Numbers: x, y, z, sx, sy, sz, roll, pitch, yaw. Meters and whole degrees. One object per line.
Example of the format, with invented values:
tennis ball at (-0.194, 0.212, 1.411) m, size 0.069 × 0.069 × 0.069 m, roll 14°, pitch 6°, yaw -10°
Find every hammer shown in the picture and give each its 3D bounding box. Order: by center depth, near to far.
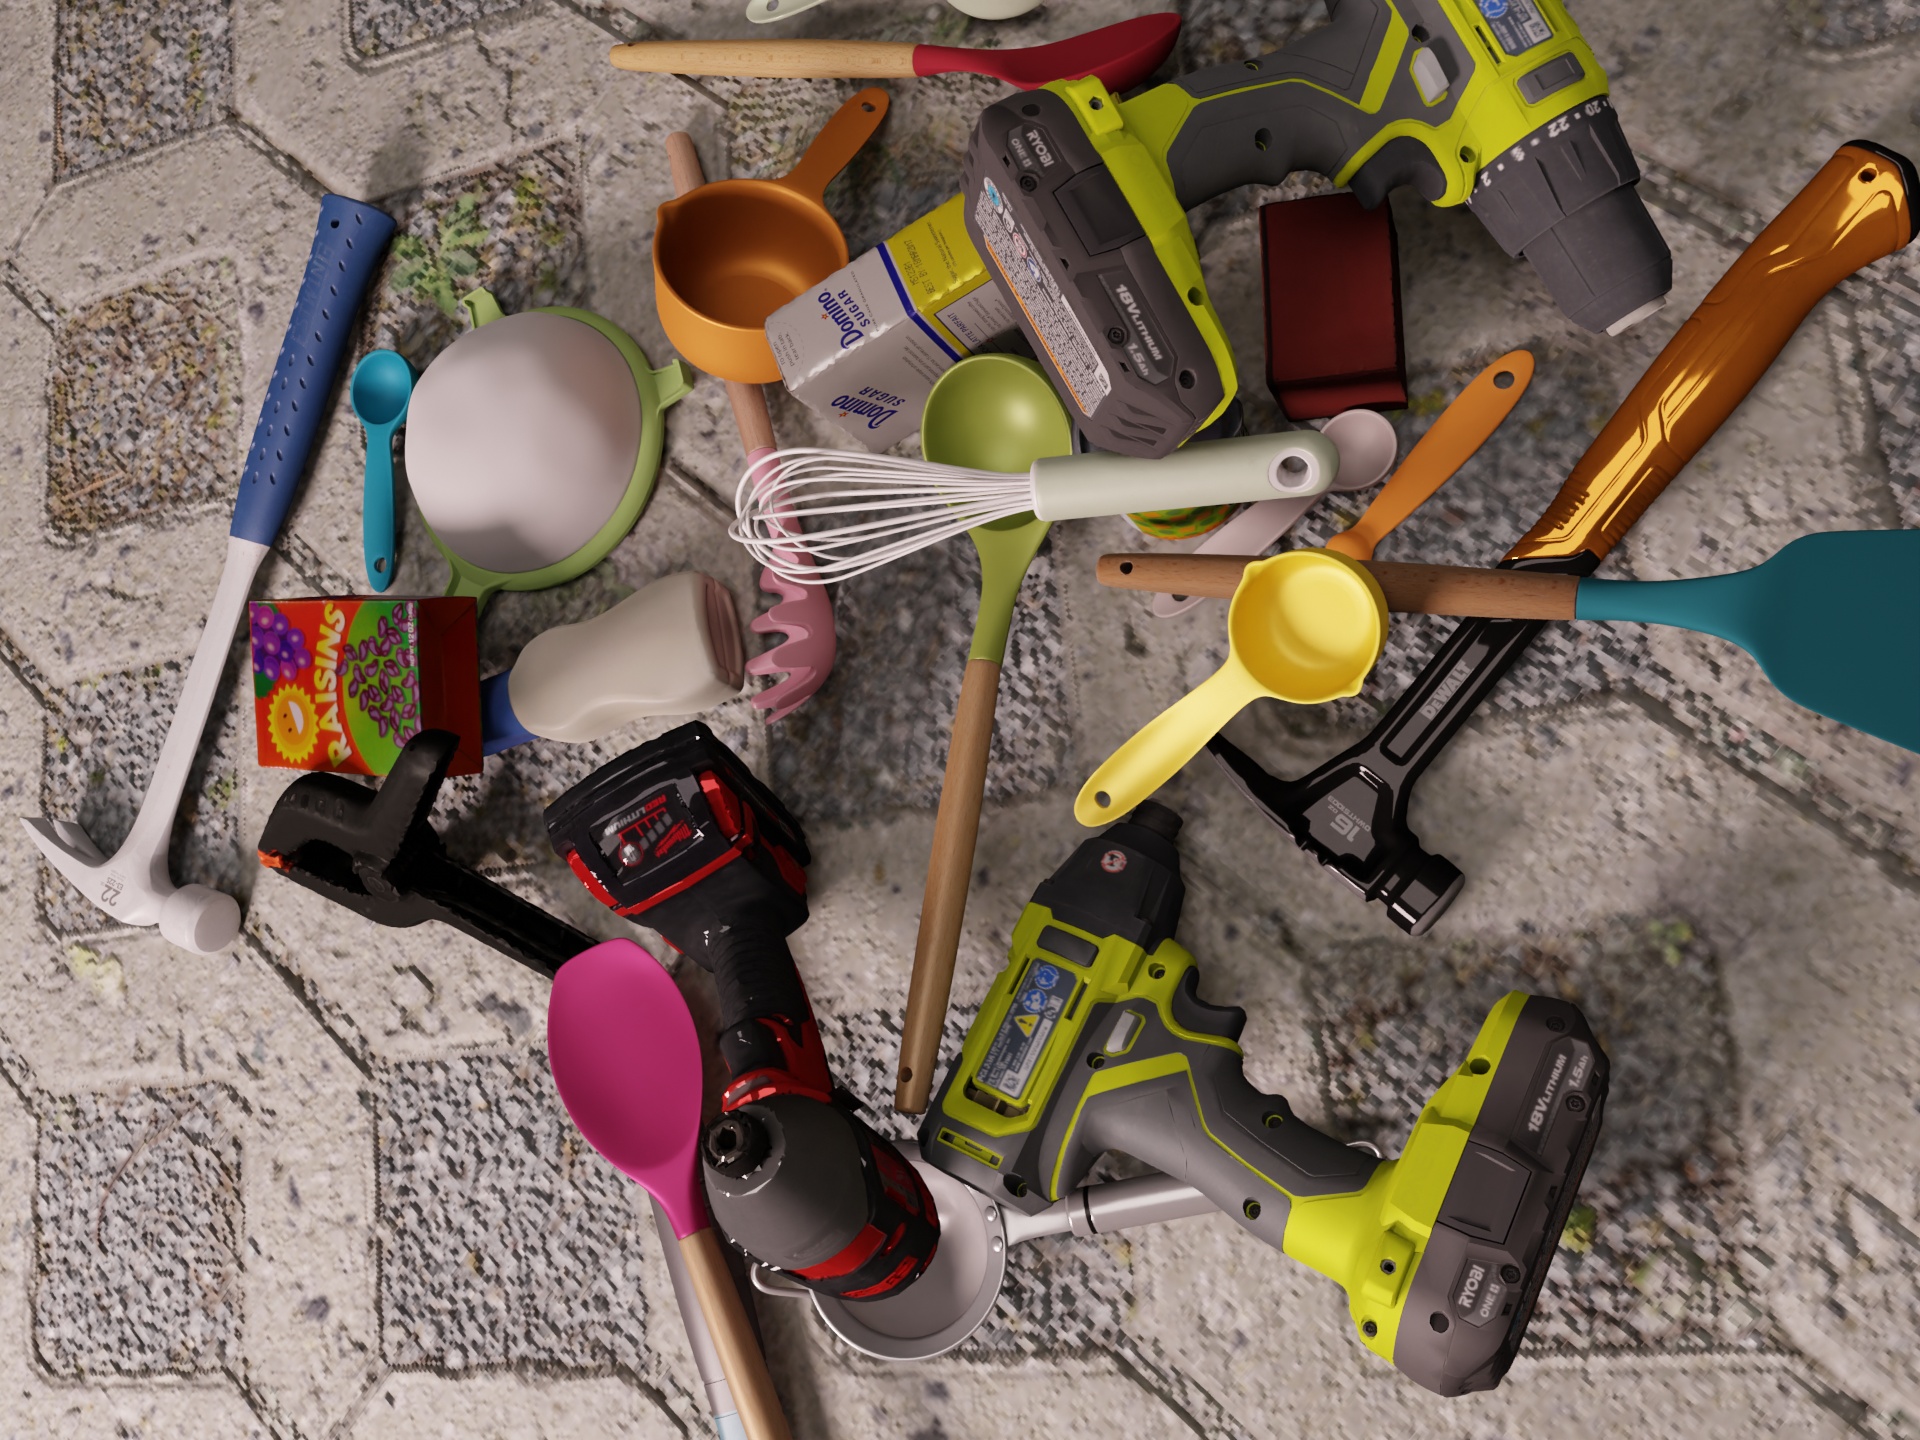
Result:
hammer at (0.235, -0.083, 0.615) m, size 0.127 × 0.034 × 0.337 m, roll 41°, pitch 98°, yaw 21°
hammer at (-0.096, 0.283, 0.690) m, size 0.128 × 0.033 × 0.331 m, roll -23°, pitch 74°, yaw 16°
hammer at (-0.395, -0.089, 0.864) m, size 0.144 × 0.035 × 0.405 m, roll 17°, pitch 88°, yaw 23°

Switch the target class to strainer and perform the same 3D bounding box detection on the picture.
strainer at (0.043, 0.202, 0.644) m, size 0.258 × 0.050 × 0.087 m, roll -15°, pitch 72°, yaw 13°
strainer at (-0.249, -0.096, 0.789) m, size 0.151 × 0.069 × 0.256 m, roll 24°, pitch 90°, yaw 23°

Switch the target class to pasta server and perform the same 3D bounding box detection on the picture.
pasta server at (-0.108, -0.150, 0.760) m, size 0.040 × 0.060 × 0.316 m, roll -9°, pitch 72°, yaw -21°

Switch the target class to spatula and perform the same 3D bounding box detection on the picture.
spatula at (0.203, -0.043, 0.592) m, size 0.317 × 0.044 × 0.082 m, roll 7°, pitch 86°, yaw 25°

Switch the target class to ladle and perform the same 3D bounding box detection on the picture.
ladle at (-0.001, -0.002, 0.656) m, size 0.078 × 0.062 × 0.320 m, roll -2°, pitch 70°, yaw 35°
ladle at (-0.043, -0.317, 0.762) m, size 0.315 × 0.031 × 0.069 m, roll 12°, pitch 45°, yaw 26°

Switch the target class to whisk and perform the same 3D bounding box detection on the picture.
whisk at (0.024, -0.090, 0.629) m, size 0.246 × 0.059 × 0.057 m, roll -4°, pitch 115°, yaw 14°

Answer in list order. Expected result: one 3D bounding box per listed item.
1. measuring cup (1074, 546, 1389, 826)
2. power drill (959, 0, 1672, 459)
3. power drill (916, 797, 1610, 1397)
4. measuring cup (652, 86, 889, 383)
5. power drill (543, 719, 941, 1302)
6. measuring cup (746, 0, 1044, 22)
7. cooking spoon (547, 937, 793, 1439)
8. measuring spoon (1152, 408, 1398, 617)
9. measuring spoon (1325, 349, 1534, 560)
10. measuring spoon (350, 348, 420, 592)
measuring cup at (0.101, -0.008, 0.618) m, size 0.062 × 0.029 × 0.156 m, roll 51°, pitch 123°, yaw 8°
power drill at (0.134, -0.192, 0.582) m, size 0.228 × 0.080 × 0.190 m, roll -29°, pitch 87°, yaw -8°
power drill at (0.114, 0.131, 0.595) m, size 0.223 × 0.080 × 0.171 m, roll 19°, pitch 71°, yaw 28°
measuring cup at (-0.079, -0.231, 0.752) m, size 0.095 × 0.052 × 0.174 m, roll 27°, pitch 61°, yaw 4°
power drill at (-0.086, 0.115, 0.629) m, size 0.078 × 0.143 × 0.220 m, roll -30°, pitch 55°, yaw 3°
measuring cup at (-0.022, -0.358, 0.759) m, size 0.167 × 0.038 × 0.083 m, roll -11°, pitch 78°, yaw 22°
cooking spoon at (-0.103, 0.241, 0.671) m, size 0.069 × 0.017 × 0.319 m, roll -26°, pitch 72°, yaw 4°
measuring spoon at (0.132, -0.083, 0.670) m, size 0.124 × 0.018 × 0.034 m, roll -39°, pitch 64°, yaw 19°
measuring spoon at (0.191, -0.106, 0.648) m, size 0.021 × 0.011 × 0.117 m, roll 45°, pitch 99°, yaw 21°
measuring spoon at (-0.304, -0.132, 0.849) m, size 0.042 × 0.021 × 0.128 m, roll 2°, pitch 91°, yaw 23°
